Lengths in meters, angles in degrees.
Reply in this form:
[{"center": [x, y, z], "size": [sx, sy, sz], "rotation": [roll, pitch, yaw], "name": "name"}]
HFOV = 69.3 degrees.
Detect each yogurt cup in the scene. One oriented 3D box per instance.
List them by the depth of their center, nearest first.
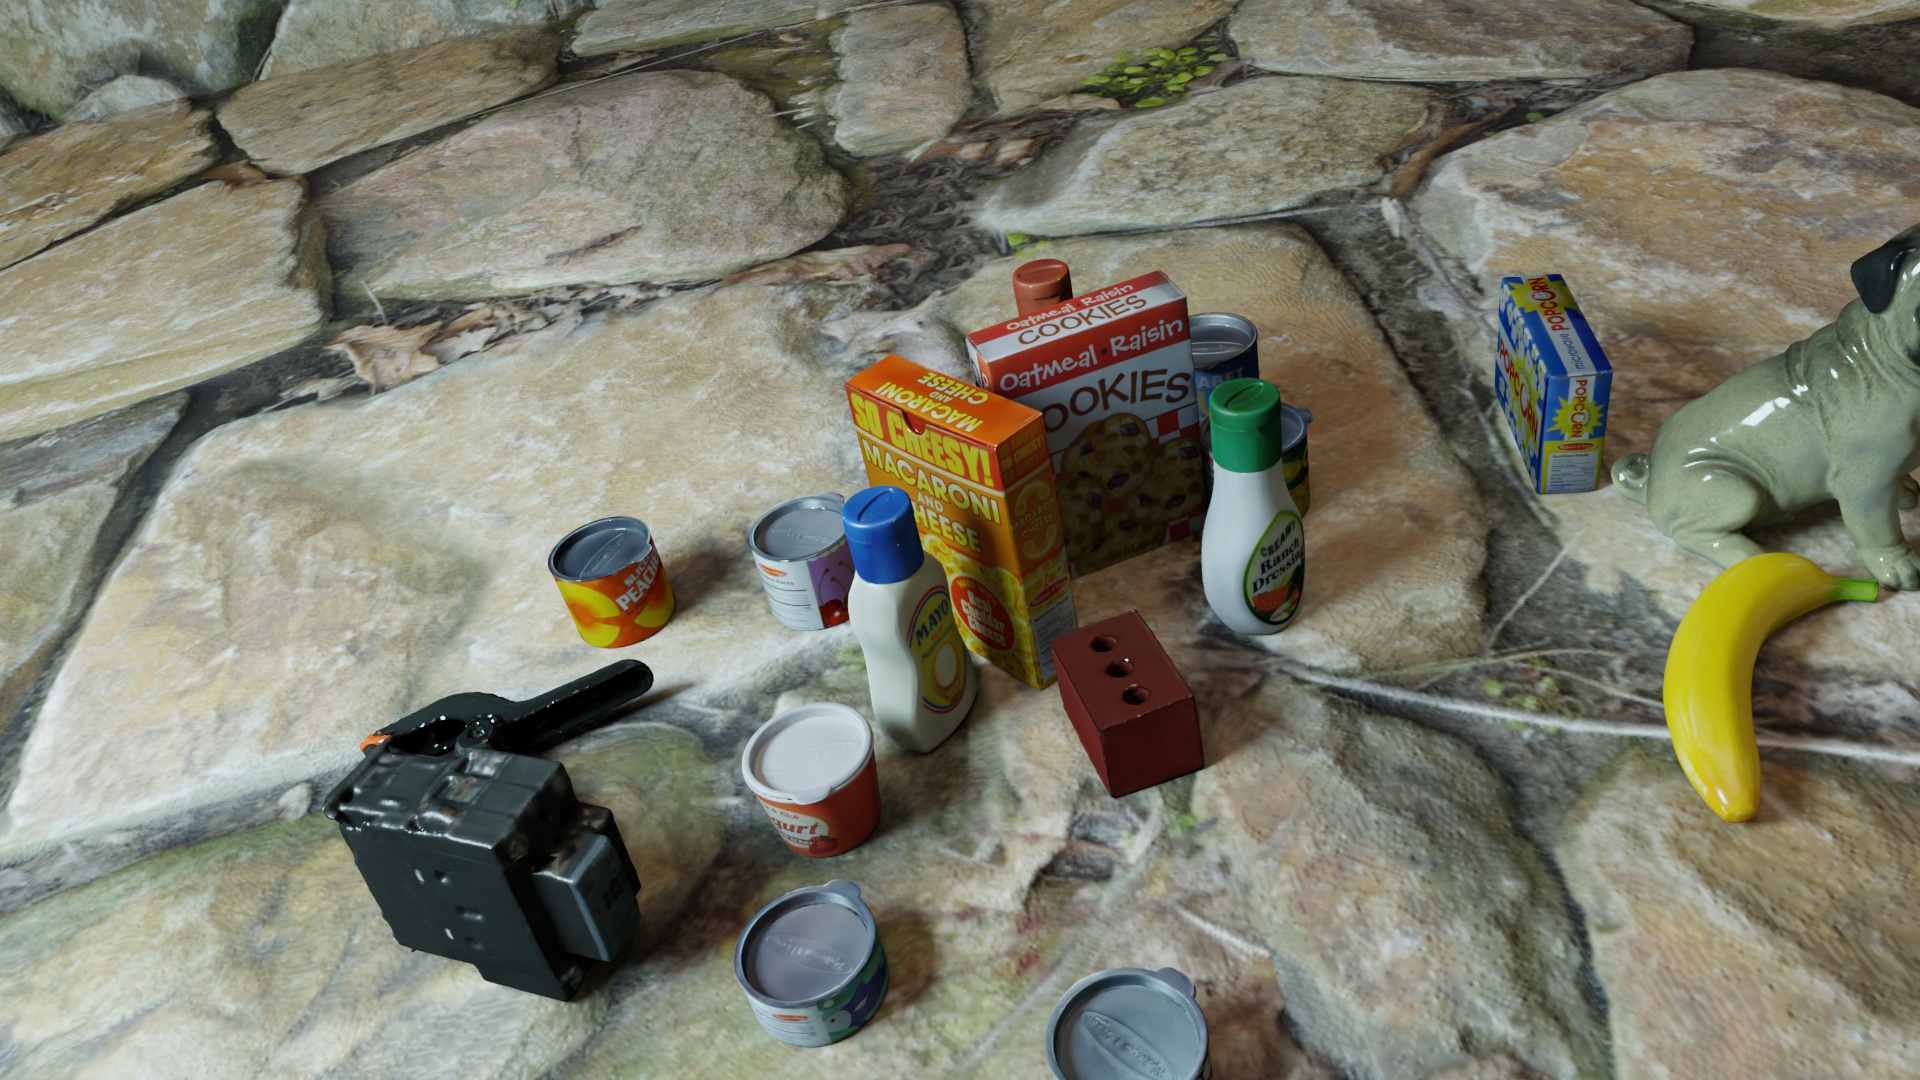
[{"center": [-0.073, 0.125, 0.714], "size": [0.072, 0.053, 0.073], "rotation": [-8, 36, 6], "name": "yogurt cup"}]

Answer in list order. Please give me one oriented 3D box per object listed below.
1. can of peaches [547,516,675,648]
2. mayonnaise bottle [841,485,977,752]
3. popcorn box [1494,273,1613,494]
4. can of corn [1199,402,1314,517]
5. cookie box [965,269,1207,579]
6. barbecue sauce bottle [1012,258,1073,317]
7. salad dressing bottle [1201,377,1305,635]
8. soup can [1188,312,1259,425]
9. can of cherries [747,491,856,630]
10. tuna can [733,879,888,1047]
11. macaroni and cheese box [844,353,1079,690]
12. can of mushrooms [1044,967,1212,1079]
[{"center": [-0.220, 0.027, 0.887], "size": [0.071, 0.057, 0.071], "rotation": [-8, 36, 6], "name": "can of peaches"}, {"center": [-0.029, 0.041, 0.735], "size": [0.041, 0.147, 0.065], "rotation": [13, 43, 31], "name": "mayonnaise bottle"}, {"center": [0.364, -0.099, 0.859], "size": [0.038, 0.084, 0.127], "rotation": [-5, 36, 11], "name": "popcorn box"}, {"center": [0.186, -0.047, 0.865], "size": [0.071, 0.058, 0.071], "rotation": [-8, 36, 6], "name": "can of corn"}, {"center": [0.078, -0.063, 0.826], "size": [0.123, 0.166, 0.040], "rotation": [-20, 36, -10], "name": "cookie box"}, {"center": [0.063, -0.111, 0.912], "size": [0.065, 0.147, 0.044], "rotation": [-12, 36, 1], "name": "barbecue sauce bottle"}, {"center": [0.158, -0.017, 0.757], "size": [0.064, 0.147, 0.044], "rotation": [-33, 40, -26], "name": "salad dressing bottle"}, {"center": [0.165, -0.097, 0.918], "size": [0.071, 0.083, 0.072], "rotation": [-8, 36, 6], "name": "soup can"}, {"center": [-0.091, 0.013, 0.868], "size": [0.071, 0.058, 0.072], "rotation": [-8, 36, 6], "name": "can of cherries"}, {"center": [-0.066, 0.193, 0.638], "size": [0.071, 0.032, 0.071], "rotation": [-8, 36, 6], "name": "tuna can"}, {"center": [0.003, -0.010, 0.778], "size": [0.040, 0.165, 0.124], "rotation": [-35, 41, -28], "name": "macaroni and cheese box"}, {"center": [0.071, 0.211, 0.571], "size": [0.071, 0.033, 0.071], "rotation": [-8, 36, 6], "name": "can of mushrooms"}]
